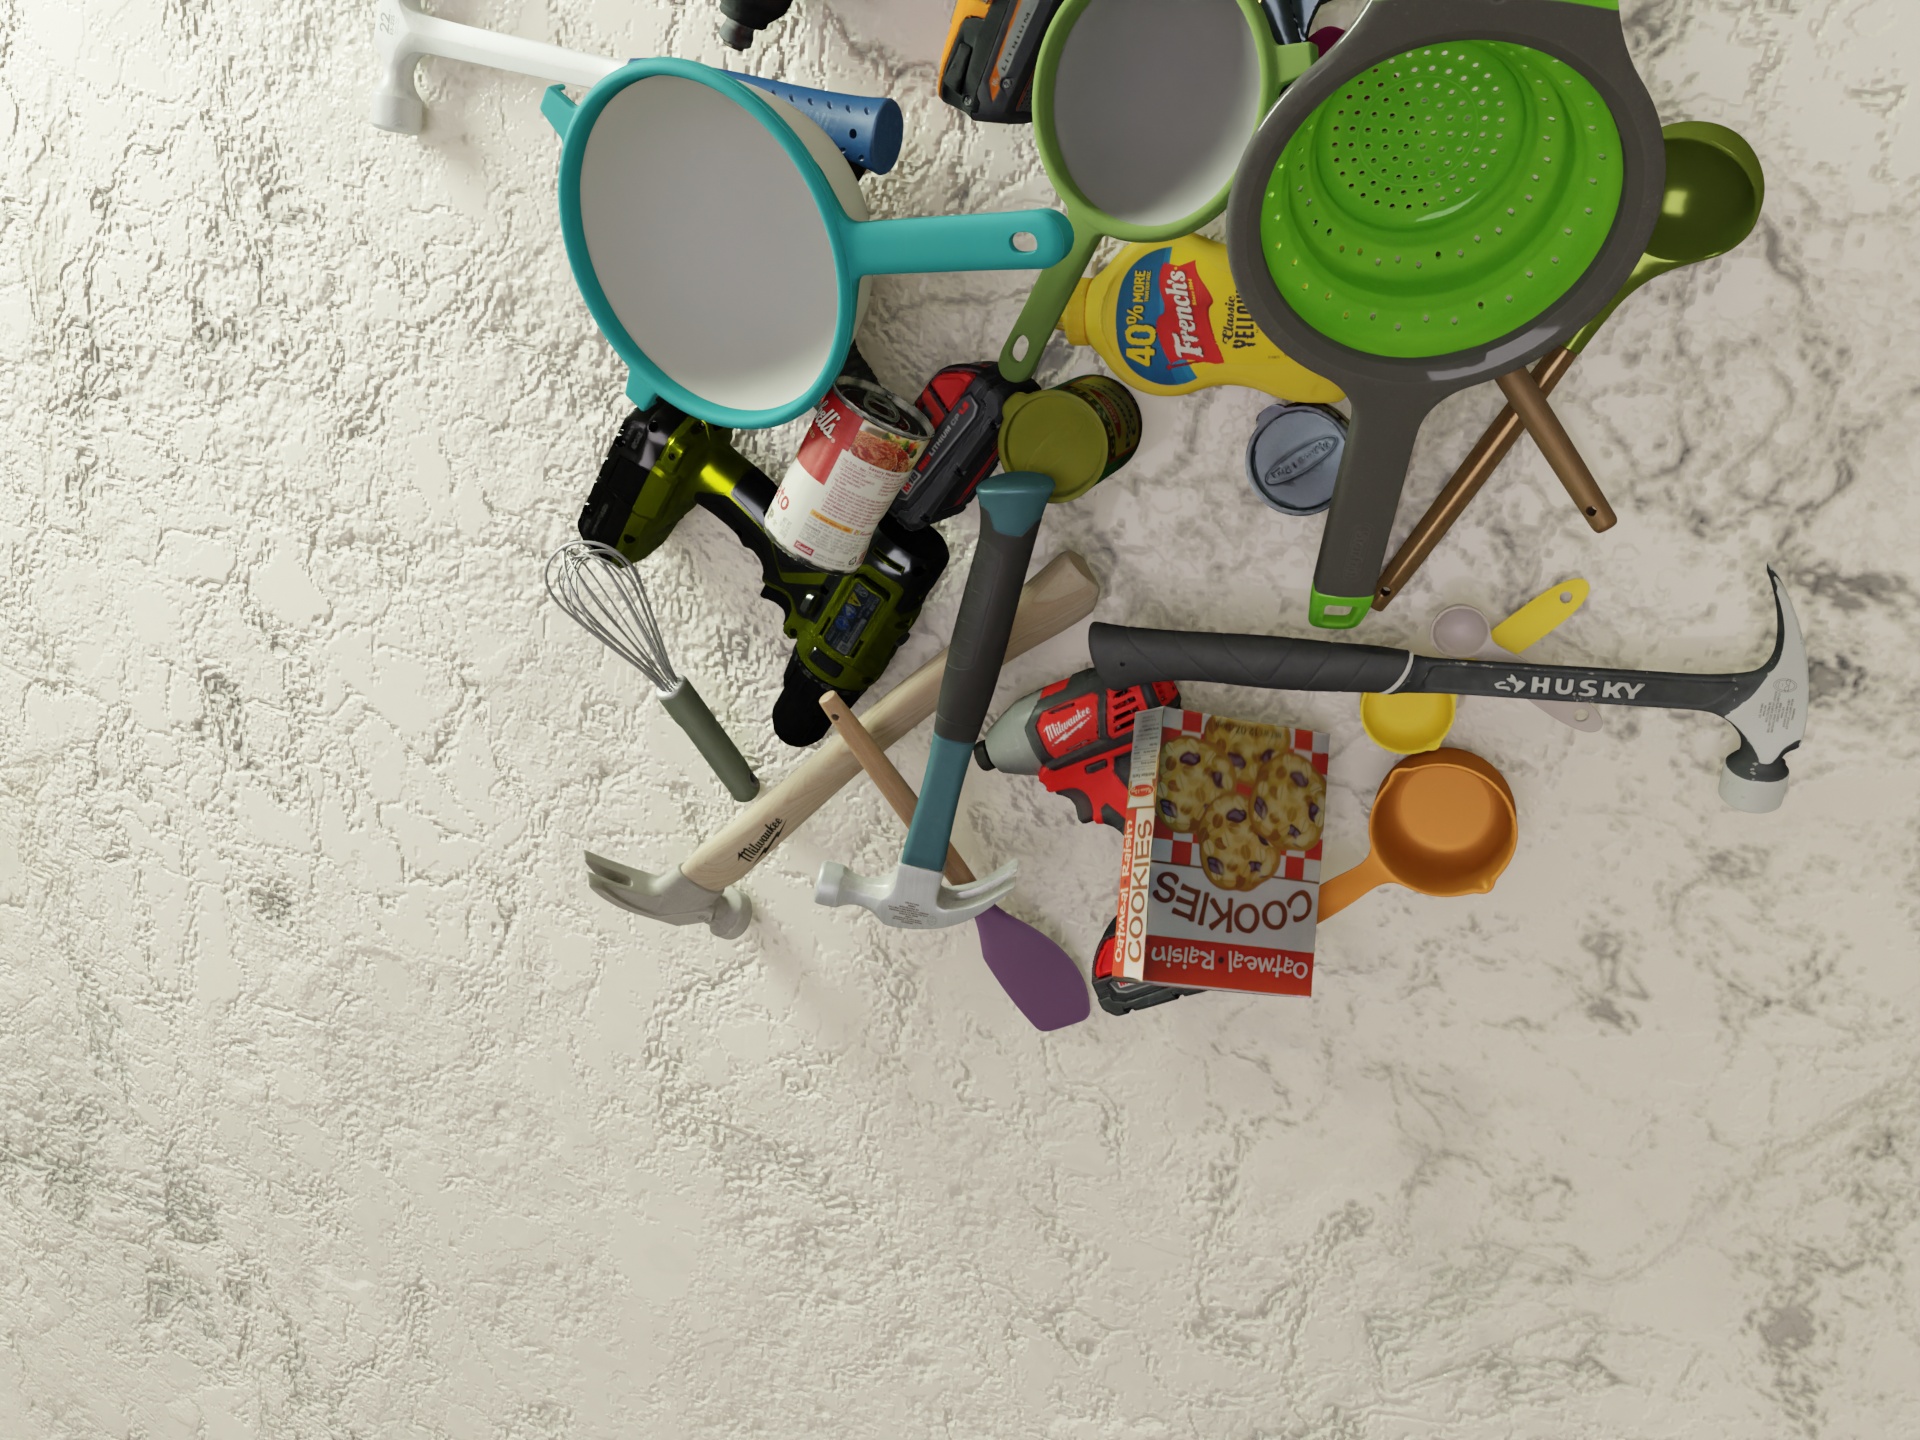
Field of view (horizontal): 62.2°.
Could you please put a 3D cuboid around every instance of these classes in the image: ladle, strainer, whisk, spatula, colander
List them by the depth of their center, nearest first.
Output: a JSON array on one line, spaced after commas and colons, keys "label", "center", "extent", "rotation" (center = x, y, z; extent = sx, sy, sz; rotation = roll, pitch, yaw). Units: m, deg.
[{"label": "colander", "center": [0.233, -0.218, 0.856], "extent": [0.204, 0.095, 0.396], "rotation": [4, 137, 2]}, {"label": "strainer", "center": [-0.073, -0.277, 0.896], "extent": [0.340, 0.095, 0.210], "rotation": [8, 125, 32]}, {"label": "ladle", "center": [0.327, -0.187, 0.902], "extent": [0.078, 0.062, 0.320], "rotation": [35, 118, 6]}, {"label": "strainer", "center": [0.097, -0.303, 0.903], "extent": [0.152, 0.069, 0.256], "rotation": [44, 128, 20]}, {"label": "spatula", "center": [-0.002, 0.101, 1.087], "extent": [0.060, 0.018, 0.315], "rotation": [-24, 116, 25]}, {"label": "whisk", "center": [-0.206, -0.029, 1.102], "extent": [0.059, 0.058, 0.246], "rotation": [-23, 126, 10]}]

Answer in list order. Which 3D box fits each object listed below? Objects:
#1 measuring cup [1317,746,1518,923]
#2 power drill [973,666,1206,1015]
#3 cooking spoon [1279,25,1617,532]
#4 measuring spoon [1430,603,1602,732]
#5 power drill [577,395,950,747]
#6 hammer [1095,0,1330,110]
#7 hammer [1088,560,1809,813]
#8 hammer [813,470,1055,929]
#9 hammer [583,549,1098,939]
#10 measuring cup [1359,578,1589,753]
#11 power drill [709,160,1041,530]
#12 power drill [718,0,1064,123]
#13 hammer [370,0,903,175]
[{"label": "measuring cup", "center": [0.272, 0.083, 1.011], "extent": [0.173, 0.052, 0.095], "rotation": [-37, 92, 28]}, {"label": "power drill", "center": [0.105, 0.074, 1.056], "extent": [0.143, 0.078, 0.219], "rotation": [-21, 96, 23]}, {"label": "cooking spoon", "center": [0.275, -0.241, 0.884], "extent": [0.068, 0.017, 0.319], "rotation": [-32, 90, 40]}, {"label": "measuring spoon", "center": [0.335, -0.031, 0.954], "extent": [0.124, 0.018, 0.034], "rotation": [33, 119, -7]}, {"label": "power drill", "center": [-0.141, -0.102, 1.084], "extent": [0.228, 0.080, 0.190], "rotation": [37, 123, 3]}, {"label": "hammer", "center": [0.236, -0.442, 0.861], "extent": [0.386, 0.038, 0.143], "rotation": [-15, 100, 23]}, {"label": "hammer", "center": [0.278, -0.031, 0.937], "extent": [0.409, 0.036, 0.149], "rotation": [5, 122, 13]}, {"label": "hammer", "center": [-0.002, -0.003, 0.995], "extent": [0.128, 0.033, 0.330], "rotation": [13, 120, -2]}, {"label": "hammer", "center": [-0.078, 0.017, 1.085], "extent": [0.410, 0.146, 0.038], "rotation": [-39, 50, 21]}, {"label": "measuring cup", "center": [0.315, -0.038, 0.976], "extent": [0.156, 0.029, 0.062], "rotation": [-37, 95, 14]}, {"label": "power drill", "center": [-0.057, -0.251, 1.009], "extent": [0.227, 0.080, 0.188], "rotation": [41, 115, 6]}, {"label": "power drill", "center": [-0.042, -0.441, 0.940], "extent": [0.226, 0.084, 0.164], "rotation": [33, 117, 11]}, {"label": "hammer", "center": [-0.216, -0.411, 1.001], "extent": [0.406, 0.035, 0.144], "rotation": [21, 112, 23]}]
